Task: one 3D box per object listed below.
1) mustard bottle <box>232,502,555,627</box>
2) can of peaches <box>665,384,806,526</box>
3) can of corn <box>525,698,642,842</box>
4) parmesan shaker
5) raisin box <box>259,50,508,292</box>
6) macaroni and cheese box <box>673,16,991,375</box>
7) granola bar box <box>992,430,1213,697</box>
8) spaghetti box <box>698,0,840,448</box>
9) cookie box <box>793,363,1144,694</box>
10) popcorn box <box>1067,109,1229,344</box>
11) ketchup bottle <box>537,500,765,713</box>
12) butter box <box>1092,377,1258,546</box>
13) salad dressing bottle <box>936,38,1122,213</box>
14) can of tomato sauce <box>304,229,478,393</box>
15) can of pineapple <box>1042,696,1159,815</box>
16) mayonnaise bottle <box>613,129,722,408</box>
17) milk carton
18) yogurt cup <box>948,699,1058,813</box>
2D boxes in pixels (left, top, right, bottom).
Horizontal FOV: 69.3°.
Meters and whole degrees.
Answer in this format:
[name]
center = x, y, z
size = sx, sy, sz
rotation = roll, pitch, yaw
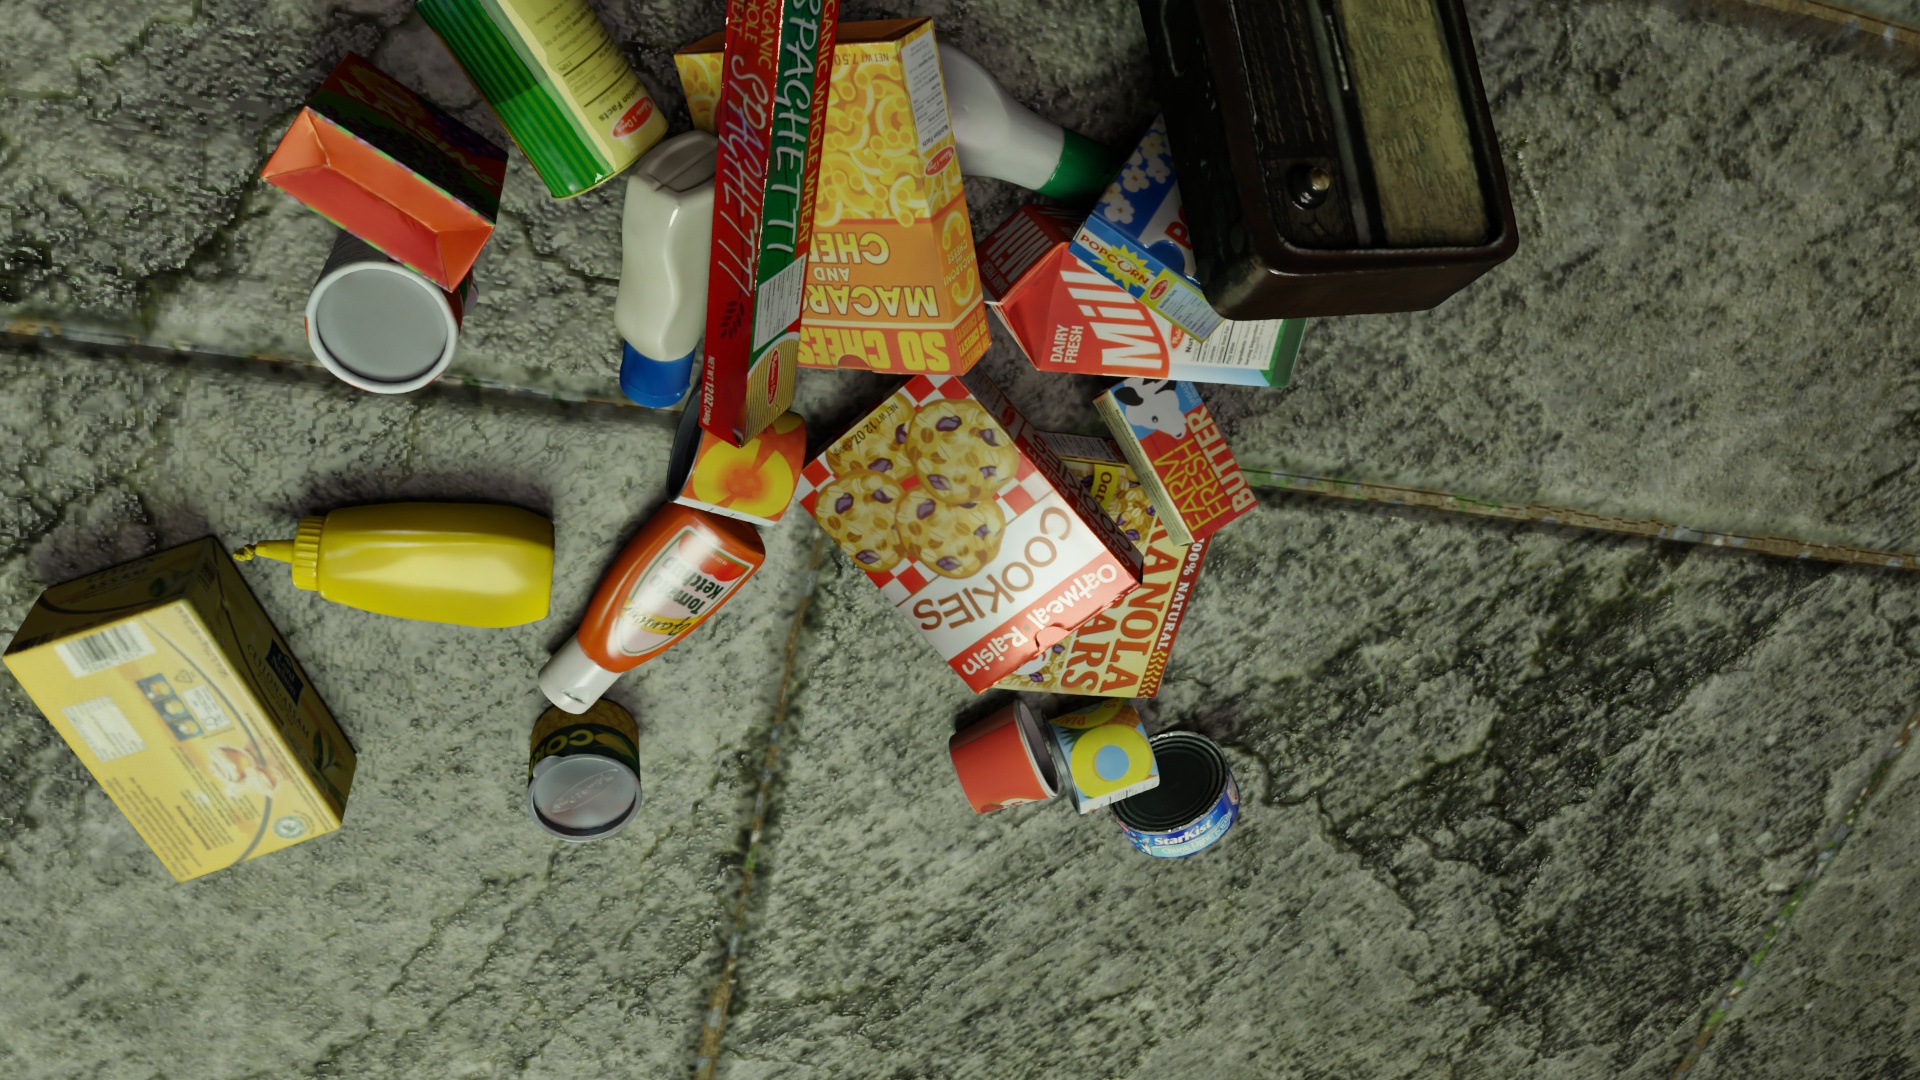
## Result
[mustard bottle]
center = -0.303, 0.009, 0.749
size = 0.160, 0.049, 0.065
rotation = 6, 117, -18
[can of peaches]
center = -0.121, -0.048, 0.755
size = 0.058, 0.071, 0.071
rotation = 16, 114, -23
[can of corn]
center = -0.228, 0.136, 0.837
size = 0.071, 0.058, 0.070
rotation = -7, 121, -11
[parmesan shaker]
center = -0.190, -0.220, 0.639
size = 0.071, 0.071, 0.102
rotation = -31, 122, 4
[raisin box]
center = -0.250, -0.166, 0.617
size = 0.086, 0.124, 0.040
rotation = 31, 108, -28
[macaroni and cheese box]
center = -0.060, -0.164, 0.681
size = 0.124, 0.040, 0.165
rotation = 7, 127, 27
[granola bar box]
center = 0.085, 0.019, 0.866
size = 0.124, 0.039, 0.164
rotation = 5, 118, -18
[spaghetti box]
center = -0.090, -0.155, 0.641
size = 0.029, 0.050, 0.248
rotation = 26, 133, 14
[cookie box]
center = 0.003, -0.010, 0.776
size = 0.122, 0.040, 0.167
rotation = -37, 101, 25
[popcorn box]
center = 0.122, -0.174, 0.707
size = 0.085, 0.038, 0.127
rotation = 34, 63, -3
[ketchup bottle]
center = -0.183, 0.038, 0.802
size = 0.148, 0.044, 0.064
rotation = -44, 126, 13
[butter box]
center = 0.125, -0.052, 0.809
size = 0.053, 0.024, 0.103
rotation = -31, 92, -20
[salad dressing bottle]
center = 0.013, -0.209, 0.712
size = 0.148, 0.044, 0.064
rotation = 17, 107, -24
[can of tomato sauce]
center = -0.270, -0.115, 0.665
size = 0.071, 0.083, 0.070
rotation = -7, 121, -11
[can of pineapple]
center = 0.093, 0.140, 0.924
size = 0.058, 0.071, 0.070
rotation = -19, 123, -5
[mayonnaise bottle]
center = -0.144, -0.128, 0.688
size = 0.041, 0.065, 0.147
rotation = 32, 138, 6
[milk carton]
center = 0.089, -0.135, 0.759
size = 0.191, 0.072, 0.073
rotation = 2, 118, -17
[yogurt cup]
center = 0.027, 0.145, 0.911
size = 0.054, 0.073, 0.072
rotation = -22, 123, 8
